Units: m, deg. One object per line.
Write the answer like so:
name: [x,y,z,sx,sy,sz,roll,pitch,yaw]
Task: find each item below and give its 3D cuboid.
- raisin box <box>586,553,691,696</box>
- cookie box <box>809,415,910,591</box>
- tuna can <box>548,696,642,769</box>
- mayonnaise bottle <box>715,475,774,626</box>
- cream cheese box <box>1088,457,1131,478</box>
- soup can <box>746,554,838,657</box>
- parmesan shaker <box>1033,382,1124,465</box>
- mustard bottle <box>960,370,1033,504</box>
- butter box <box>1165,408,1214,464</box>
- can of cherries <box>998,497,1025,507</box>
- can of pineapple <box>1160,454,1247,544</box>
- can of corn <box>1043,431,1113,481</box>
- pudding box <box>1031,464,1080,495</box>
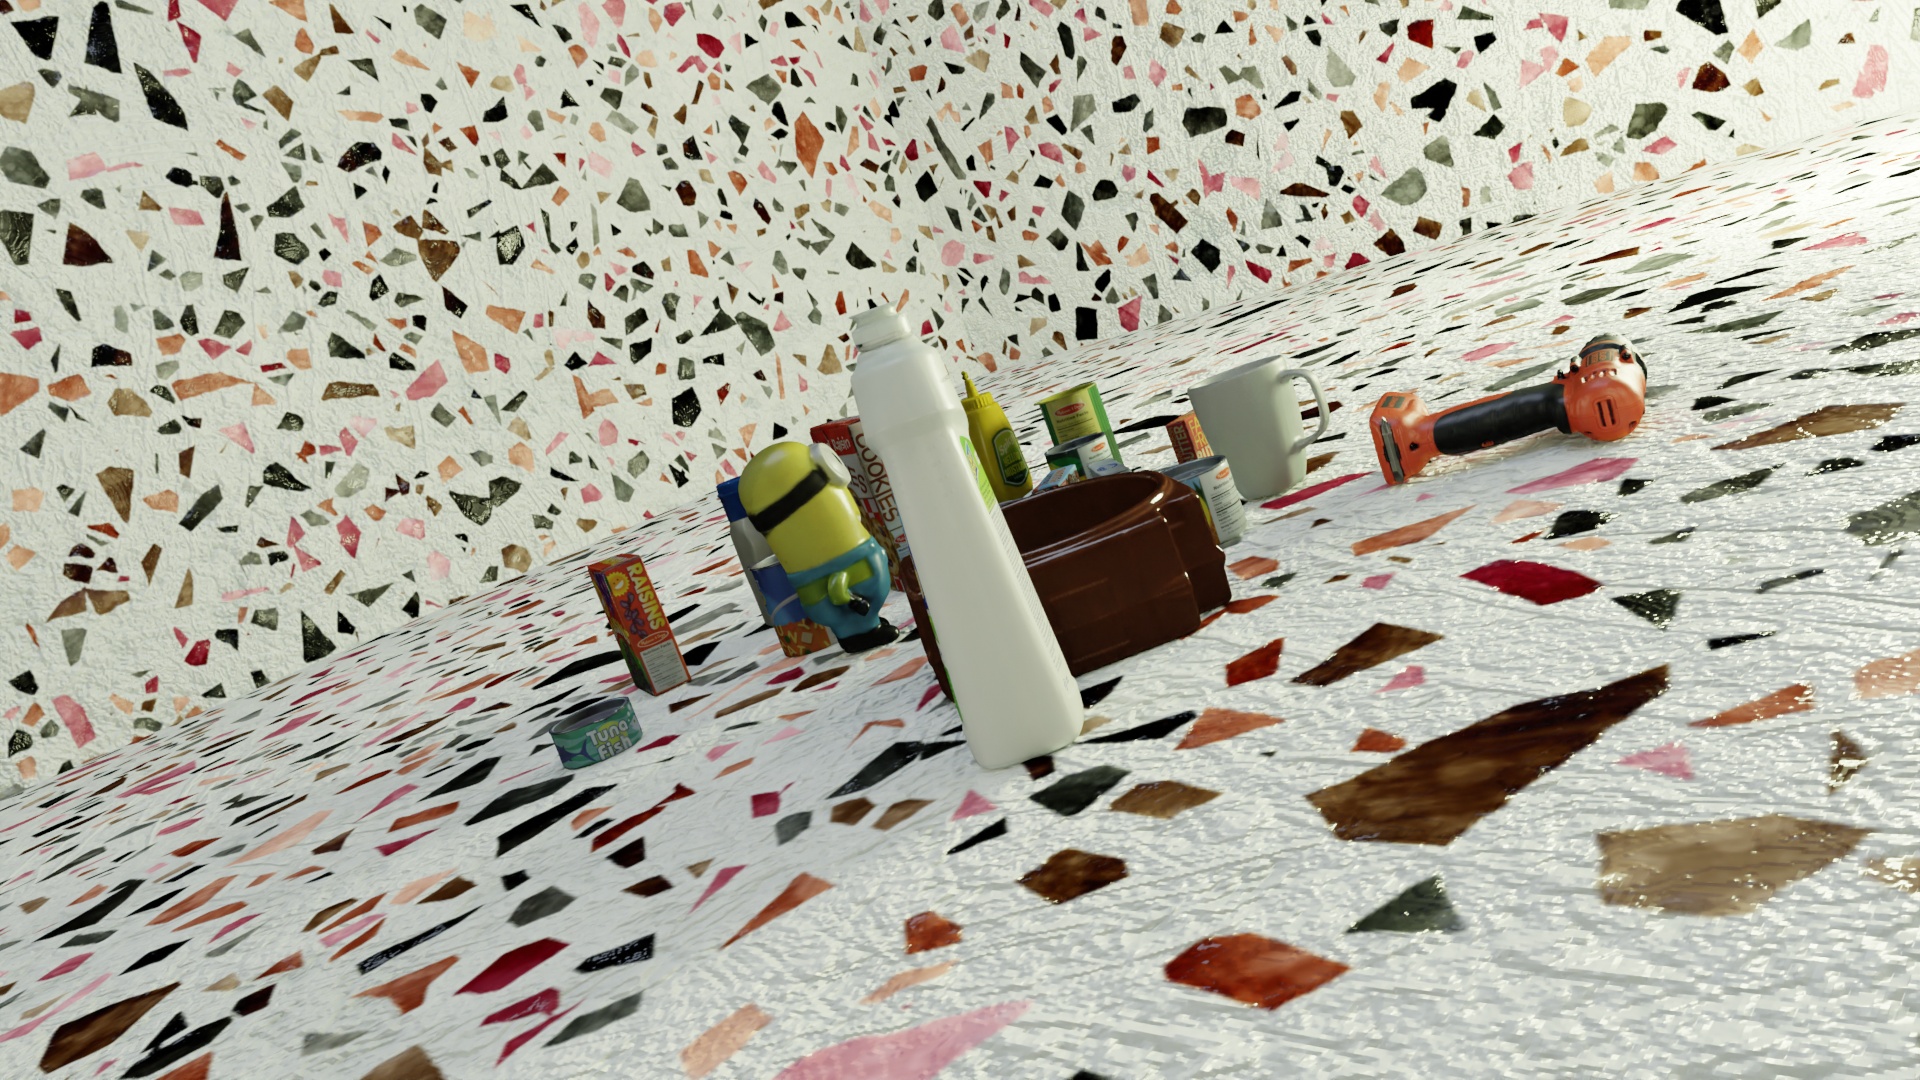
raisin box: [-0.293,0.075,1.259,0.040,0.123,0.086,-24,10,-22]
cookie box: [-0.083,-0.036,1.320,0.040,0.167,0.123,-24,10,-20]
tuna can: [-0.285,0.151,1.091,0.071,0.032,0.071,-19,10,3]
mayonnaise bottle: [-0.193,0.010,1.344,0.041,0.148,0.064,-25,10,-26]
cream cheese box: [0.141,-0.042,1.242,0.024,0.053,0.104,-20,10,0]
soup can: [-0.138,0.051,1.199,0.071,0.083,0.071,-19,9,3]
parmesan shaker: [0.129,-0.110,1.494,0.071,0.103,0.071,-19,9,3]
mustard bottle: [0.030,-0.110,1.522,0.048,0.160,0.065,-12,12,41]
butter box: [0.248,-0.109,1.400,0.024,0.053,0.104,-11,13,43]
can of cherries: [0.041,0.001,1.192,0.071,0.058,0.071,-19,10,3]
can of pineapple: [0.180,-0.028,1.072,0.071,0.057,0.071,-19,10,3]
can of corn: [0.125,-0.073,1.428,0.071,0.058,0.071,-19,10,3]
pudding box: [0.096,-0.038,1.321,0.030,0.049,0.084,-17,10,20]
